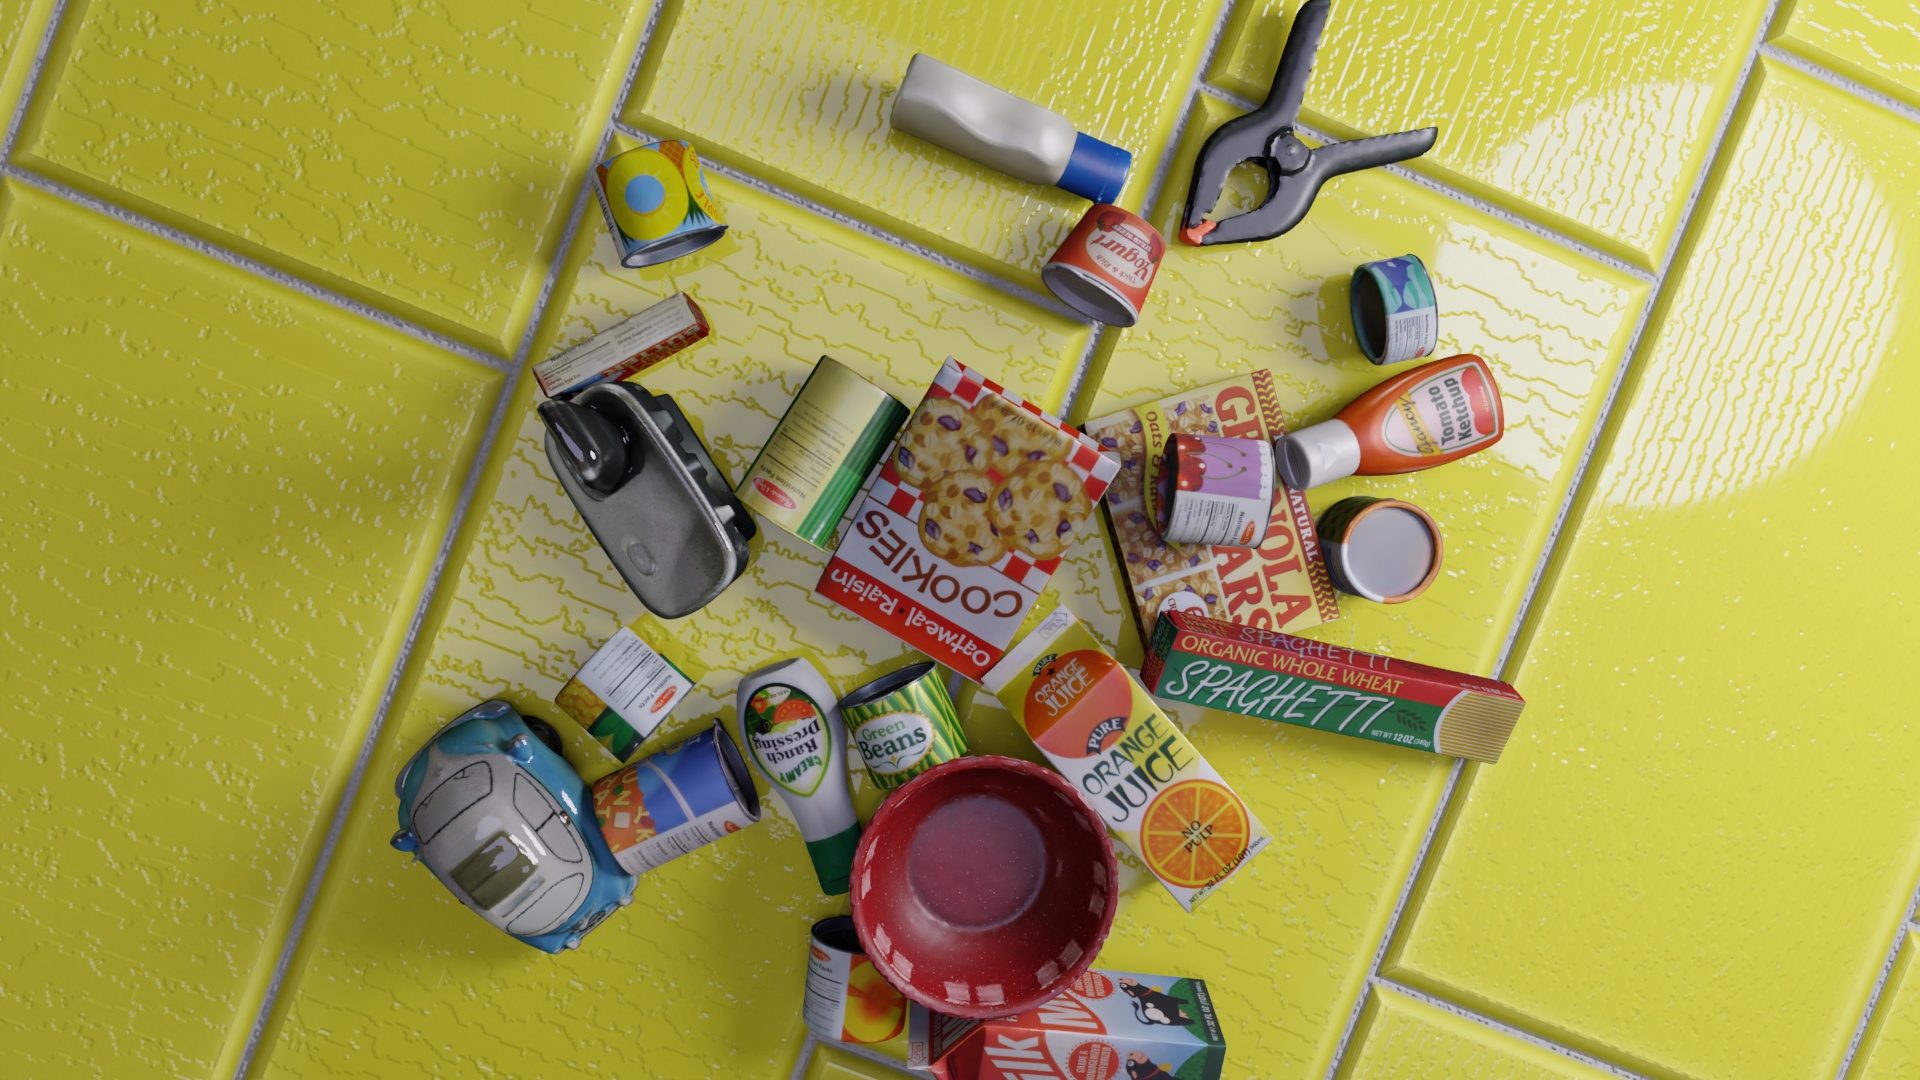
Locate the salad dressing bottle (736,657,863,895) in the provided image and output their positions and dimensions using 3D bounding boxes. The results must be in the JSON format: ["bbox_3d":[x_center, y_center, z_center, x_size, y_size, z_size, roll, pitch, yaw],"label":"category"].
[{"bbox_3d":[-0.094,0.149,0.879,0.064,0.044,0.147,-20,94,7],"label":"salad dressing bottle"}]

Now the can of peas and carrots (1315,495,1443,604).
[{"bbox_3d":[0.267,0.004,0.884,0.071,0.059,0.071,0,94,-3],"label":"can of peas and carrots"}]

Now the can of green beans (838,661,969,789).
[{"bbox_3d":[-0.035,0.116,0.869,0.071,0.071,0.057,-23,95,-2],"label":"can of green beans"}]

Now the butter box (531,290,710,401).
[{"bbox_3d":[-0.207,-0.117,0.854,0.103,0.053,0.024,-28,92,-2],"label":"butter box"}]

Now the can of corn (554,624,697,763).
[{"bbox_3d":[-0.208,0.095,0.861,0.058,0.071,0.071,43,90,-4],"label":"can of corn"}]

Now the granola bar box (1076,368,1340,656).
[{"bbox_3d":[0.158,-0.013,0.887,0.124,0.039,0.165,-17,94,-1],"label":"granola bar box"}]

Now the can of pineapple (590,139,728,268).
[{"bbox_3d":[-0.182,-0.205,0.845,0.071,0.071,0.058,-20,94,-2],"label":"can of pineapple"}]

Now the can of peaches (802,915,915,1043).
[{"bbox_3d":[-0.062,0.276,0.877,0.071,0.071,0.058,7,93,-3],"label":"can of peaches"}]

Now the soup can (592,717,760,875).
[{"bbox_3d":[-0.177,0.159,0.865,0.084,0.071,0.071,-24,94,-1],"label":"soup can"}]

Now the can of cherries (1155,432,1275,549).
[{"bbox_3d":[0.152,-0.032,0.834,0.058,0.071,0.071,5,93,-2],"label":"can of cherries"}]

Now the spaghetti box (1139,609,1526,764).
[{"bbox_3d":[0.236,0.094,0.876,0.250,0.029,0.050,12,110,-14],"label":"spaghetti box"}]

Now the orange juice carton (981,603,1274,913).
[{"bbox_3d":[0.101,0.133,0.871,0.072,0.073,0.192,-42,97,-1],"label":"orange juice carton"}]

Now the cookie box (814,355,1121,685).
[{"bbox_3d":[0.003,-0.011,0.859,0.123,0.040,0.167,30,106,-4],"label":"cookie box"}]

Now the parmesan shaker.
[{"bbox_3d":[-0.083,-0.053,0.858,0.071,0.071,0.103,33,90,-4],"label":"parmesan shaker"}]

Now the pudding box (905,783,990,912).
[{"bbox_3d":[-0.009,0.193,0.893,0.050,0.030,0.083,4,93,-4],"label":"pudding box"}]

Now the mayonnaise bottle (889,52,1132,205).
[{"bbox_3d":[0.032,-0.250,0.858,0.148,0.064,0.041,20,84,-8],"label":"mayonnaise bottle"}]

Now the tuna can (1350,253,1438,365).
[{"bbox_3d":[0.271,-0.147,0.875,0.033,0.071,0.071,-12,94,-2],"label":"tuna can"}]

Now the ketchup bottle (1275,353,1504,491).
[{"bbox_3d":[0.267,-0.069,0.868,0.149,0.043,0.064,-19,94,-19],"label":"ketchup bottle"}]

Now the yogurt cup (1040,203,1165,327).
[{"bbox_3d":[0.092,-0.172,0.864,0.072,0.072,0.054,30,83,-4],"label":"yogurt cup"}]

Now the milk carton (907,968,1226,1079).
[{"bbox_3d":[0.062,0.319,0.876,0.191,0.072,0.073,7,106,-3],"label":"milk carton"}]
